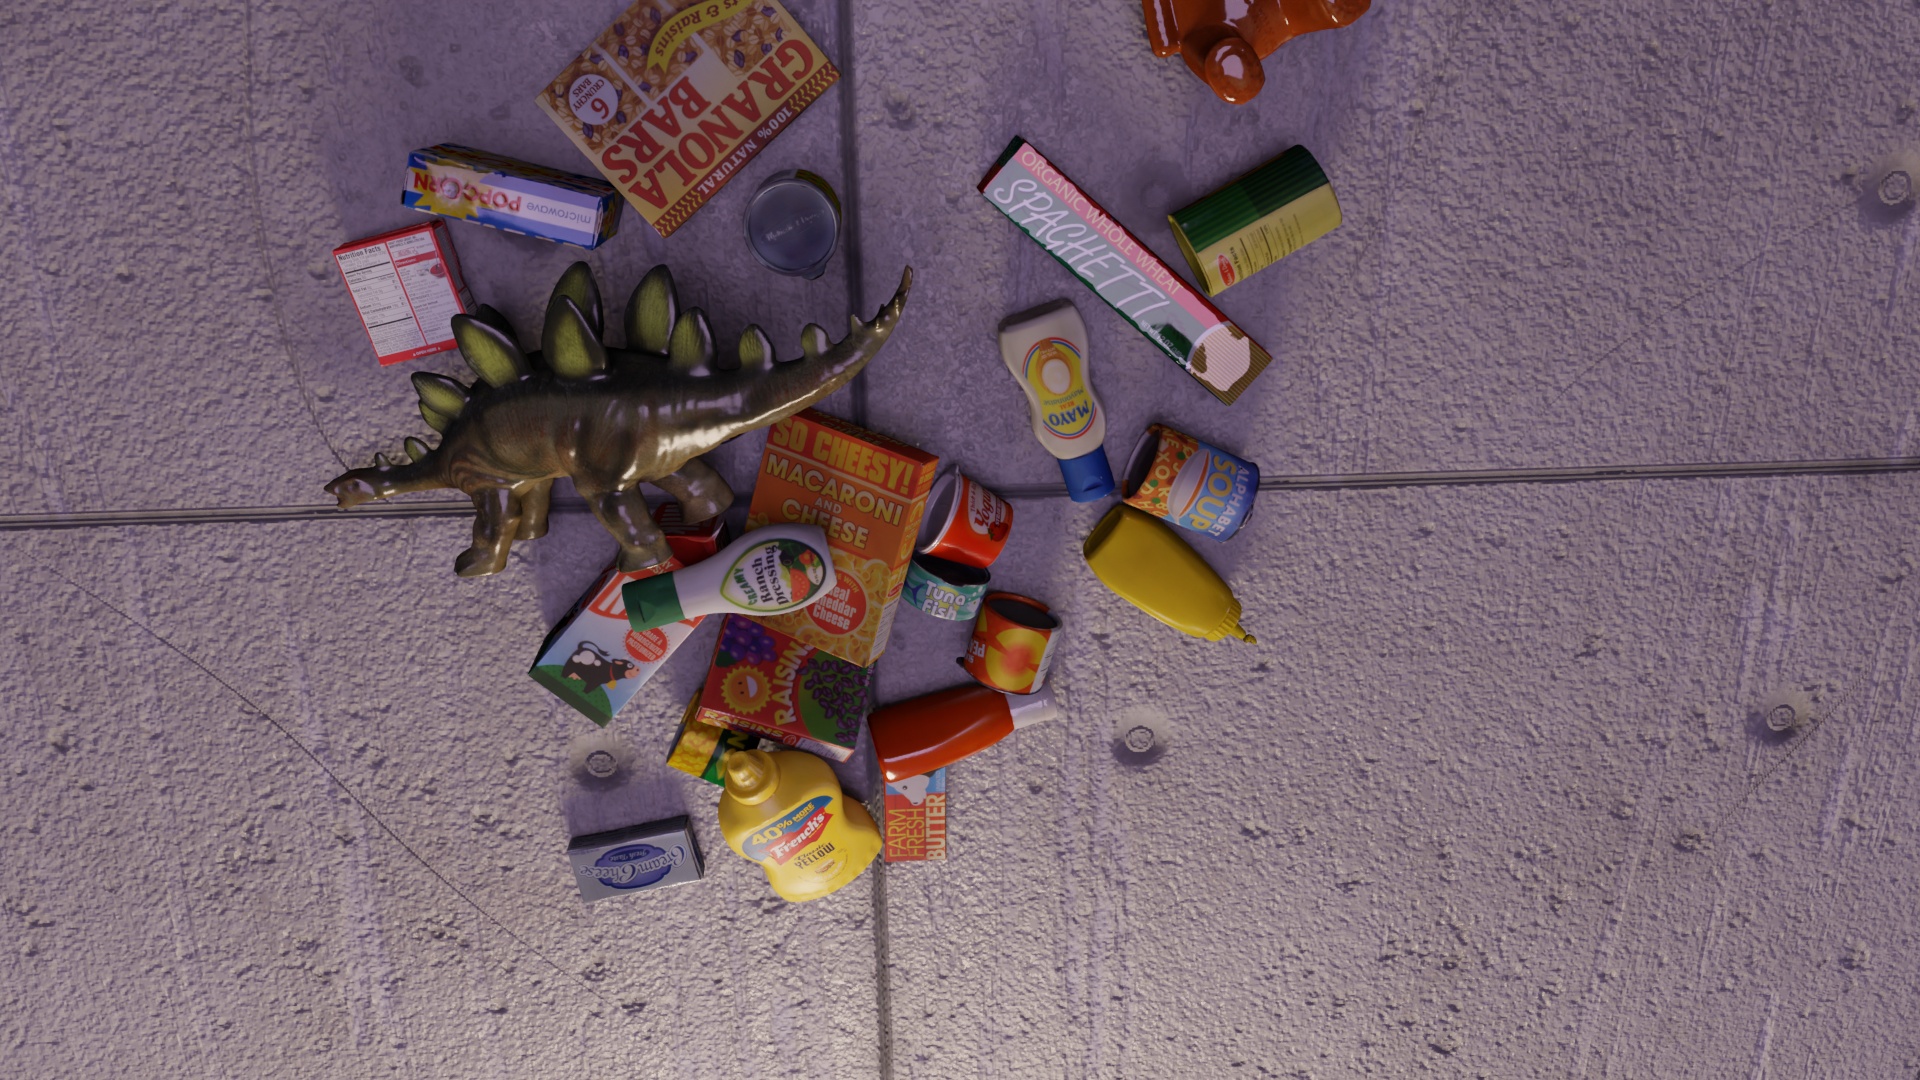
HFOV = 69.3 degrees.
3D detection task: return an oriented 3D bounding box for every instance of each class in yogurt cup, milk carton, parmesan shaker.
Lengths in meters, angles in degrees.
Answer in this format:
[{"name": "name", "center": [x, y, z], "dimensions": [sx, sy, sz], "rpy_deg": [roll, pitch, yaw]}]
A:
[{"name": "yogurt cup", "center": [0.004, -0.013, 1.052], "dimensions": [0.054, 0.072, 0.072], "rpy_deg": [23, 108, -20]}, {"name": "milk carton", "center": [-0.236, 0.043, 1.052], "dimensions": [0.073, 0.072, 0.190], "rpy_deg": [39, 104, -17]}, {"name": "parmesan shaker", "center": [0.208, -0.225, 0.983], "dimensions": [0.103, 0.071, 0.071], "rpy_deg": [-28, 110, 7]}]

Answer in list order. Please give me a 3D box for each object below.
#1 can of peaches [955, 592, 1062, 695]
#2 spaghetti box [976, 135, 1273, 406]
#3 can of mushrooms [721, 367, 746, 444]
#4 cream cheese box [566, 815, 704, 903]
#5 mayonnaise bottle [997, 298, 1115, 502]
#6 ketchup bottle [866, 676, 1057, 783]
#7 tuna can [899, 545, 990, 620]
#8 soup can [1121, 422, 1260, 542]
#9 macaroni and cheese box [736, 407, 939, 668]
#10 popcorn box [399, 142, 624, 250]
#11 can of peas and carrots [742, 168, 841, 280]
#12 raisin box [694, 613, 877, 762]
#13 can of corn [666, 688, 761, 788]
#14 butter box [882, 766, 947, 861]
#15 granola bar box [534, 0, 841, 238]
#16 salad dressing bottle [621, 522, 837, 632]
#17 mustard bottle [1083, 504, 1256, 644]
[{"name": "can of peaches", "center": [0.039, 0.079, 1.086], "dimensions": [0.071, 0.071, 0.057], "rpy_deg": [15, 109, -9]}, {"name": "spaghetti box", "center": [0.121, -0.193, 1.008], "dimensions": [0.250, 0.029, 0.050], "rpy_deg": [37, 104, -16]}, {"name": "can of mushrooms", "center": [-0.155, -0.104, 1.005], "dimensions": [0.071, 0.071, 0.033], "rpy_deg": [-33, 108, 9]}, {"name": "cream cheese box", "center": [-0.271, 0.267, 1.161], "dimensions": [0.104, 0.024, 0.053], "rpy_deg": [-11, 112, 1]}, {"name": "mayonnaise bottle", "center": [0.078, -0.101, 1.033], "dimensions": [0.065, 0.041, 0.147], "rpy_deg": [-20, 110, 2]}, {"name": "ketchup bottle", "center": [0.002, 0.145, 1.114], "dimensions": [0.149, 0.065, 0.043], "rpy_deg": [-17, 125, -6]}, {"name": "tuna can", "center": [-0.013, 0.033, 1.063], "dimensions": [0.071, 0.071, 0.032], "rpy_deg": [16, 111, -9]}, {"name": "soup can", "center": [0.173, -0.043, 1.045], "dimensions": [0.084, 0.071, 0.071], "rpy_deg": [22, 108, -11]}, {"name": "macaroni and cheese box", "center": [-0.098, -0.005, 1.039], "dimensions": [0.124, 0.040, 0.165], "rpy_deg": [21, 109, 13]}, {"name": "popcorn box", "center": [-0.298, -0.232, 0.936], "dimensions": [0.127, 0.085, 0.038], "rpy_deg": [12, 109, -7]}, {"name": "can of peas and carrots", "center": [-0.114, -0.220, 0.967], "dimensions": [0.071, 0.059, 0.070], "rpy_deg": [-1, 112, -3]}, {"name": "raisin box", "center": [-0.134, 0.112, 1.079], "dimensions": [0.123, 0.040, 0.086], "rpy_deg": [18, 64, -10]}, {"name": "can of corn", "center": [-0.193, 0.156, 1.101], "dimensions": [0.058, 0.071, 0.071], "rpy_deg": [25, 108, -12]}, {"name": "butter box", "center": [-0.038, 0.219, 1.158], "dimensions": [0.053, 0.024, 0.103], "rpy_deg": [-1, 111, -4]}, {"name": "granola bar box", "center": [-0.182, -0.307, 0.940], "dimensions": [0.165, 0.039, 0.124], "rpy_deg": [-40, 108, 11]}, {"name": "salad dressing bottle", "center": [-0.164, 0.029, 0.989], "dimensions": [0.148, 0.044, 0.064], "rpy_deg": [-15, 108, -6]}, {"name": "mustard bottle", "center": [0.171, 0.037, 1.088], "dimensions": [0.160, 0.049, 0.065], "rpy_deg": [37, 105, -16]}]
